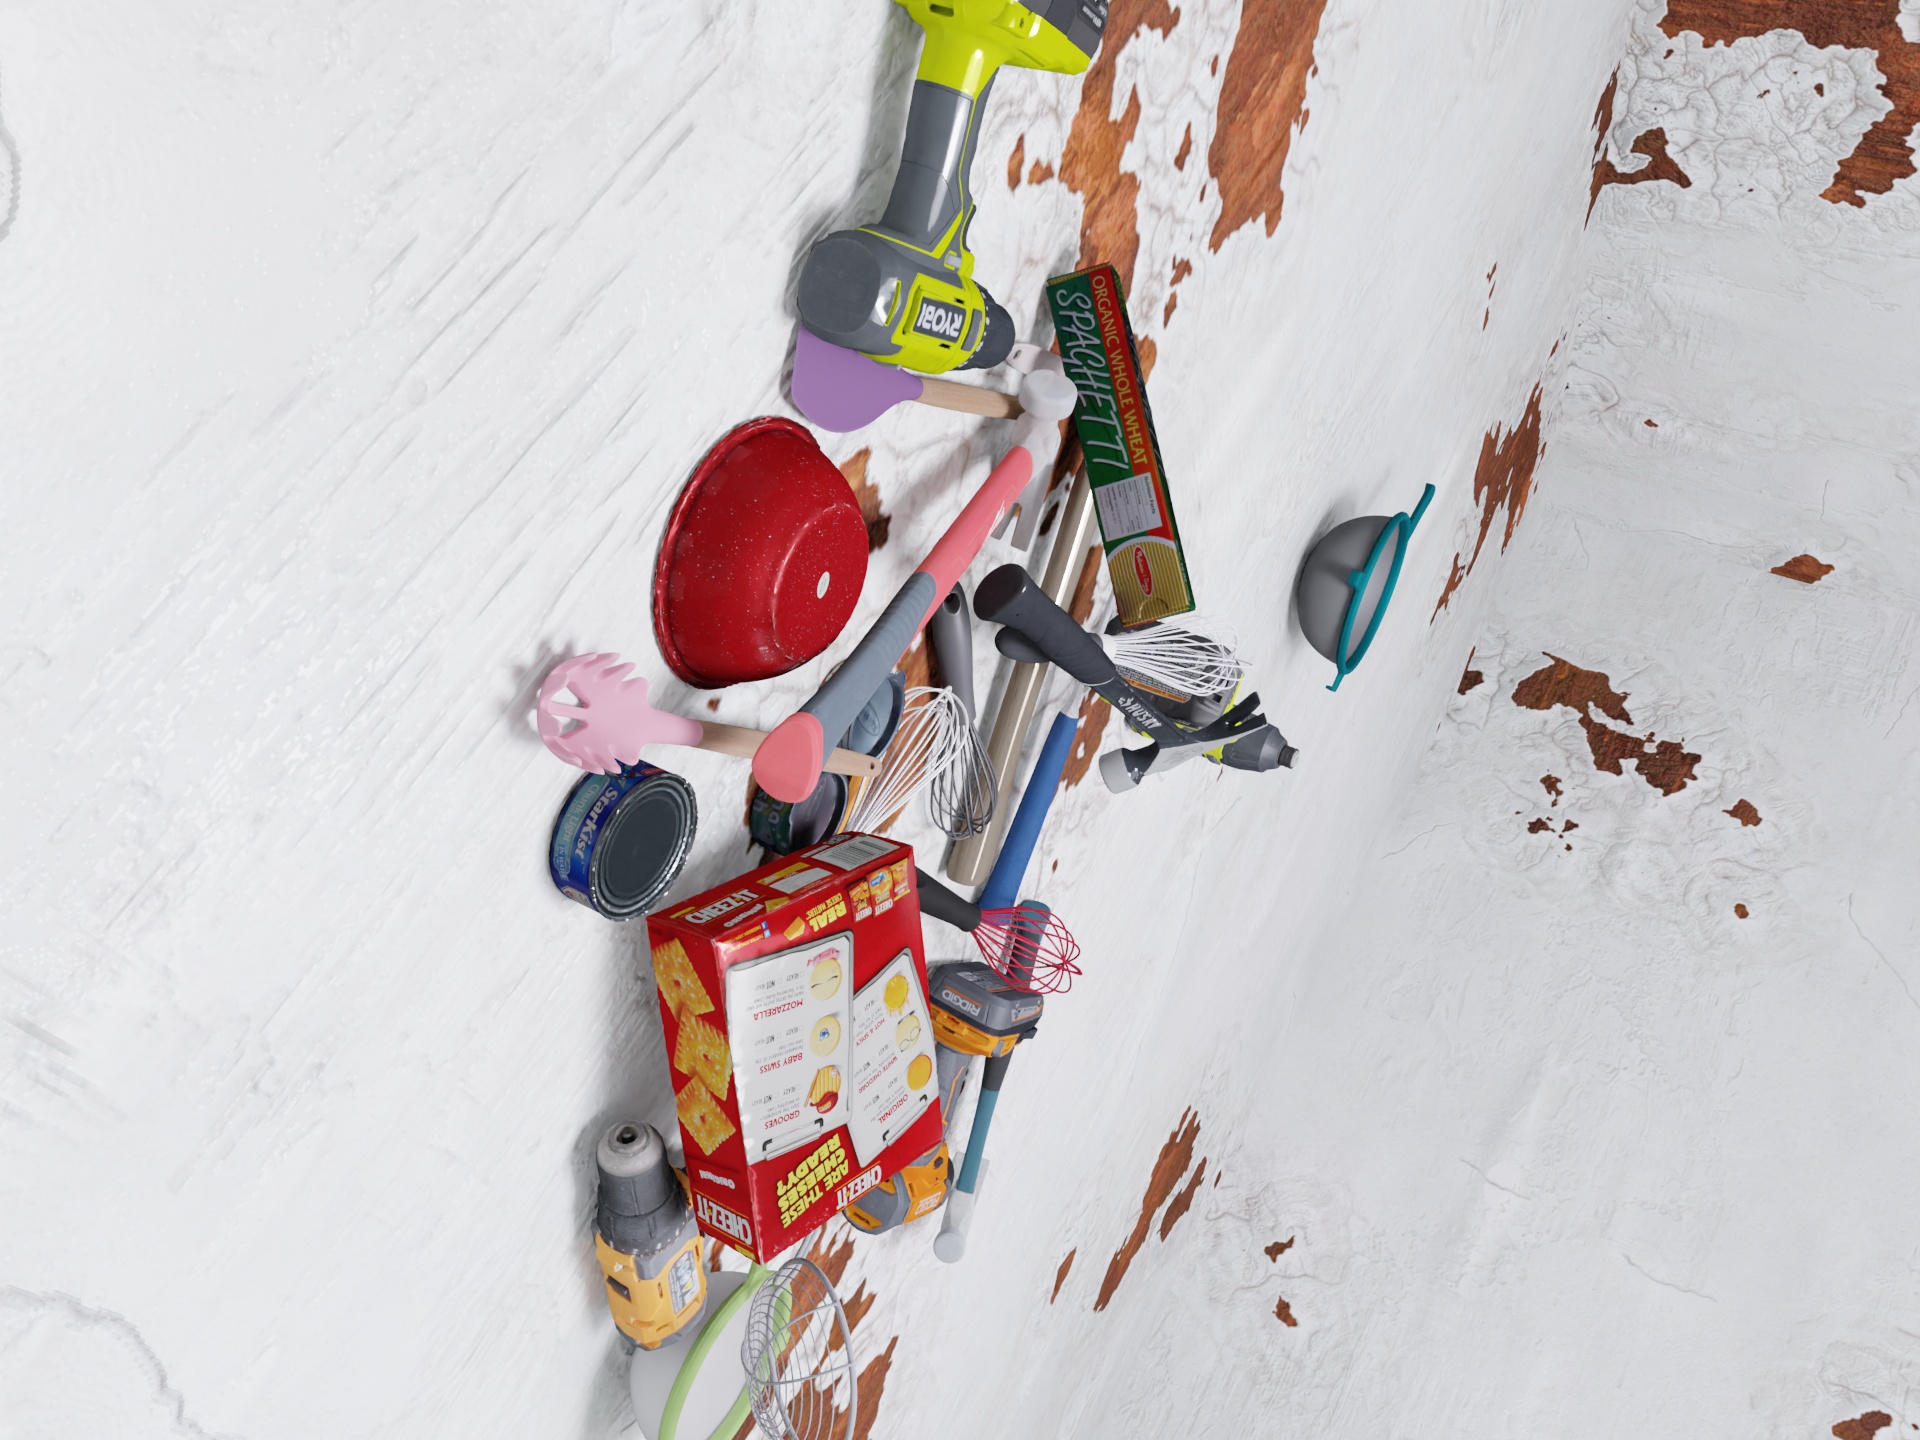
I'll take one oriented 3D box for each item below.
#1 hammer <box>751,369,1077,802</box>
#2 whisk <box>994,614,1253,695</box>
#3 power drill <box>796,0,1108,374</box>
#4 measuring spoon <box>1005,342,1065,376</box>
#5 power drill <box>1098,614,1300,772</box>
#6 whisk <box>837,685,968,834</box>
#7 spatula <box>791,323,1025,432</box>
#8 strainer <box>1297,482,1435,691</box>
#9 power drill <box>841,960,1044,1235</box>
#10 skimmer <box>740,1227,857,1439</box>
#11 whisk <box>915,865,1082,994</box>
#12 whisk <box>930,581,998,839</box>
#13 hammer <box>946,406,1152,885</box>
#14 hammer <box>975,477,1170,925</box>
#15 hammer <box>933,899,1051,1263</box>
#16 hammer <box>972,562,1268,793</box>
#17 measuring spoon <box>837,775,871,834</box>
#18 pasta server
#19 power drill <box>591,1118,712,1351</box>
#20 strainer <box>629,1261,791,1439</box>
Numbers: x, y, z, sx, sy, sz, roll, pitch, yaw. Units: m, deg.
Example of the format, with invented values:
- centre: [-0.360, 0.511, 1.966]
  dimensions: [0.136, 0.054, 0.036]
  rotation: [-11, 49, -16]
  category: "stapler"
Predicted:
- centre: [-0.023, -0.071, 0.988]
  dimensions: [0.386, 0.038, 0.143]
  rotation: [-56, 167, -44]
  category: "hammer"
- centre: [0.129, -0.055, 1.239]
  dimensions: [0.284, 0.070, 0.070]
  rotation: [2, 109, -43]
  category: "whisk"
- centre: [0.003, -0.308, 0.900]
  dimensions: [0.190, 0.080, 0.228]
  rotation: [-9, 120, -62]
  category: "power drill"
- centre: [0.061, -0.257, 1.140]
  dimensions: [0.124, 0.018, 0.034]
  rotation: [-1, 126, -57]
  category: "measuring spoon"
- centre: [0.217, -0.014, 1.471]
  dimensions: [0.080, 0.171, 0.223]
  rotation: [-66, 152, -7]
  category: "power drill"
- centre: [-0.073, 0.077, 1.079]
  dimensions: [0.246, 0.058, 0.059]
  rotation: [-56, 174, -11]
  category: "whisk"
- centre: [-0.017, -0.205, 1.007]
  dimensions: [0.316, 0.018, 0.059]
  rotation: [-11, 112, -61]
  category: "spatula"
- centre: [0.504, -0.210, 2.002]
  dimensions: [0.340, 0.095, 0.210]
  rotation: [-52, 154, -37]
  category: "strainer"
- centre: [-0.012, 0.327, 1.380]
  dimensions: [0.226, 0.084, 0.164]
  rotation: [-66, 158, 3]
  category: "power drill"
- centre: [-0.075, 0.372, 1.141]
  dimensions: [0.363, 0.090, 0.127]
  rotation: [-58, 162, -69]
  category: "skimmer"
- centre: [0.017, 0.165, 1.286]
  dimensions: [0.295, 0.073, 0.073]
  rotation: [36, 76, -50]
  category: "whisk"
- centre: [-0.003, -0.004, 1.175]
  dimensions: [0.055, 0.055, 0.238]
  rotation: [-46, 142, -41]
  category: "whisk"
- centre: [0.059, -0.060, 1.244]
  dimensions: [0.146, 0.038, 0.410]
  rotation: [-21, 130, -71]
  category: "hammer"
- centre: [0.094, -0.015, 1.339]
  dimensions: [0.144, 0.035, 0.405]
  rotation: [-64, 174, -79]
  category: "hammer"
- centre: [0.032, 0.332, 1.496]
  dimensions: [0.128, 0.033, 0.331]
  rotation: [-36, 140, -83]
  category: "hammer"
- centre: [0.112, -0.030, 1.172]
  dimensions: [0.408, 0.149, 0.036]
  rotation: [34, 38, -60]
  category: "hammer"
- centre: [-0.084, 0.070, 1.106]
  dimensions: [0.021, 0.011, 0.117]
  rotation: [28, 80, -52]
  category: "measuring spoon"
- centre: [-0.127, 0.011, 0.895]
  dimensions: [0.316, 0.040, 0.060]
  rotation: [15, 81, -59]
  category: "pasta server"
- centre: [-0.152, 0.281, 1.054]
  dimensions: [0.226, 0.084, 0.185]
  rotation: [-40, 142, -40]
  category: "power drill"
- centre: [-0.213, 0.480, 1.090]
  dimensions: [0.256, 0.069, 0.151]
  rotation: [-51, 152, -36]
  category: "strainer"
